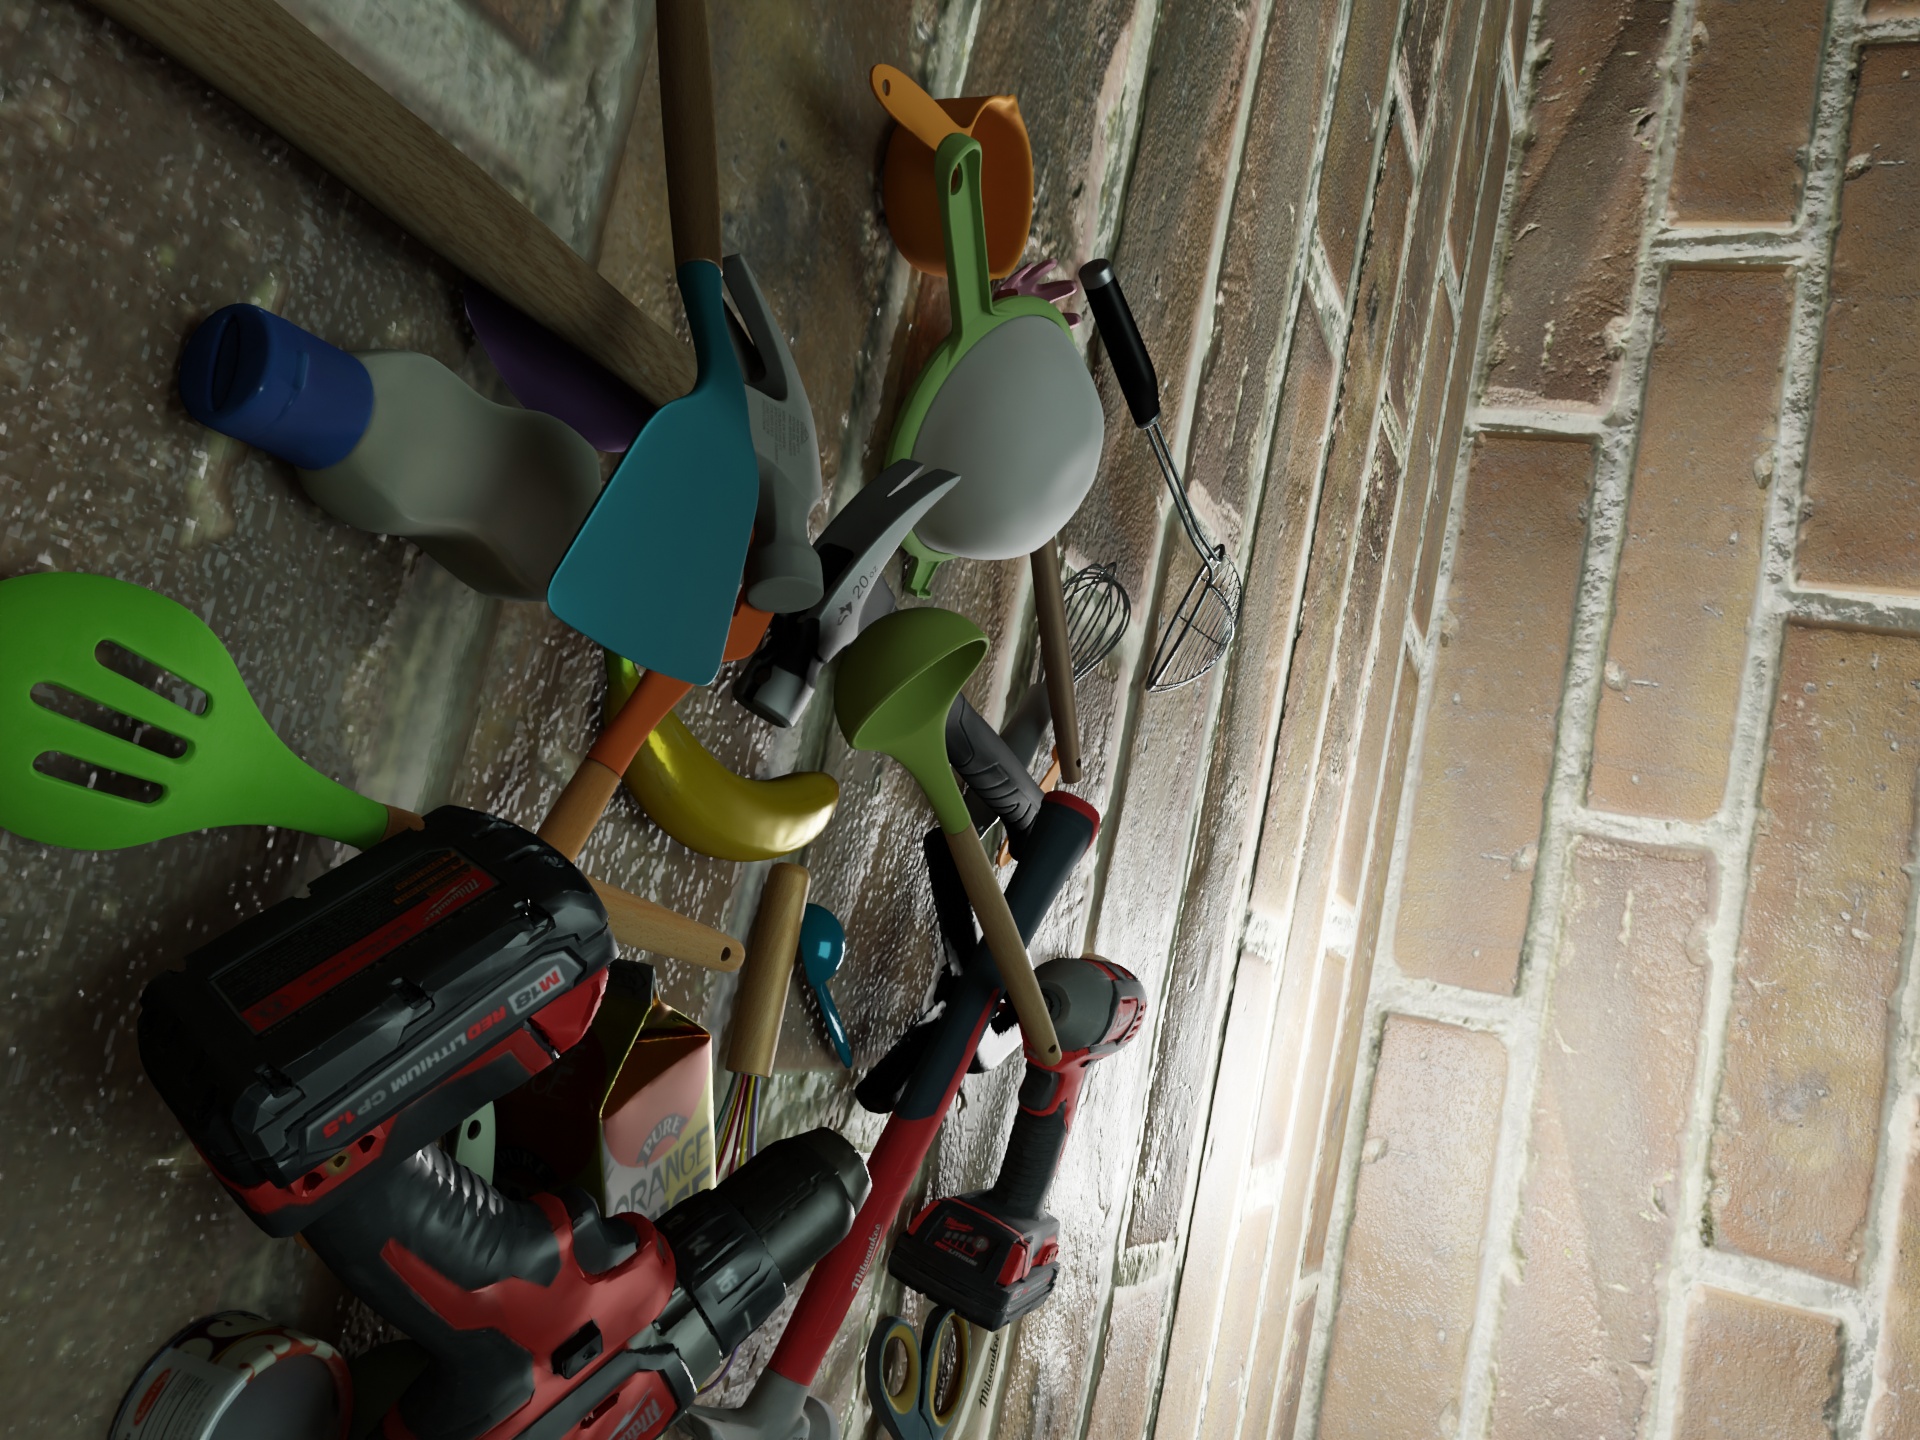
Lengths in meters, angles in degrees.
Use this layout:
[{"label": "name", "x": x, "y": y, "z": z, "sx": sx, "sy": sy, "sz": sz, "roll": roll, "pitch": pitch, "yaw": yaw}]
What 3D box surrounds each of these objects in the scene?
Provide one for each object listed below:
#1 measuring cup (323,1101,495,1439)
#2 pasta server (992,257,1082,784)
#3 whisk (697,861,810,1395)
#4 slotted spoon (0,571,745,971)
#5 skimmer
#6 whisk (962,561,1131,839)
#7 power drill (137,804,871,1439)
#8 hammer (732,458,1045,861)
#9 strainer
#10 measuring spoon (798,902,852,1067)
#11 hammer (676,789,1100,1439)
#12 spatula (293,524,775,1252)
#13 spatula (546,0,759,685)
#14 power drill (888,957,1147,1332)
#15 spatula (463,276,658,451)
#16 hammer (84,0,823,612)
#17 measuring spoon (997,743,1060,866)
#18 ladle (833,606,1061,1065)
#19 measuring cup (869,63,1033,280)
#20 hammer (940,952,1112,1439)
[{"label": "measuring cup", "x": -0.191, "y": 0.210, "z": 0.554, "sx": 0.083, "sy": 0.038, "sz": 0.167, "roll": 16, "pitch": 81, "yaw": -66}, {"label": "pasta server", "x": 0.054, "y": -0.111, "z": 0.953, "sx": 0.060, "sy": 0.040, "sz": 0.316, "roll": -23, "pitch": 112, "yaw": -44}, {"label": "whisk", "x": -0.107, "y": 0.186, "z": 0.740, "sx": 0.047, "sy": 0.051, "sz": 0.245, "roll": 106, "pitch": -5, "yaw": -74}, {"label": "slotted spoon", "x": -0.164, "y": 0.039, "z": 0.502, "sx": 0.313, "sy": 0.031, "sz": 0.070, "roll": 35, "pitch": 73, "yaw": -54}, {"label": "skimmer", "x": 0.128, "y": -0.169, "z": 1.157, "sx": 0.362, "sy": 0.090, "sz": 0.127, "roll": 61, "pitch": 42, "yaw": -38}, {"label": "whisk", "x": 0.052, "y": -0.015, "z": 1.020, "sx": 0.239, "sy": 0.055, "sz": 0.055, "roll": -59, "pitch": 148, "yaw": -32}, {"label": "power drill", "x": -0.124, "y": 0.139, "z": 0.497, "sx": 0.188, "sy": 0.080, "sz": 0.226, "roll": -34, "pitch": 127, "yaw": -30}, {"label": "hammer", "x": -0.001, "y": -0.003, "z": 0.849, "sx": 0.146, "sy": 0.035, "sz": 0.334, "roll": -60, "pitch": 149, "yaw": -13}, {"label": "strainer", "x": 0.028, "y": -0.170, "z": 0.791, "sx": 0.151, "sy": 0.069, "sz": 0.256, "roll": -45, "pitch": 152, "yaw": -22}, {"label": "measuring spoon", "x": -0.062, "y": 0.140, "z": 0.823, "sx": 0.042, "sy": 0.021, "sz": 0.128, "roll": -101, "pitch": 180, "yaw": -46}, {"label": "hammer", "x": -0.026, "y": 0.202, "z": 0.845, "sx": 0.386, "sy": 0.038, "sz": 0.143, "roll": -62, "pitch": 150, "yaw": -18}, {"label": "spatula", "x": -0.148, "y": 0.038, "z": 0.580, "sx": 0.080, "sy": 0.041, "sz": 0.323, "roll": 43, "pitch": 65, "yaw": -37}, {"label": "spatula", "x": -0.101, "y": -0.171, "z": 0.545, "sx": 0.082, "sy": 0.044, "sz": 0.318, "roll": 30, "pitch": 49, "yaw": -56}, {"label": "power drill", "x": 0.042, "y": 0.251, "z": 0.981, "sx": 0.220, "sy": 0.079, "sz": 0.143, "roll": -68, "pitch": 156, "yaw": -1}, {"label": "spatula", "x": -0.107, "y": -0.098, "z": 0.665, "sx": 0.315, "sy": 0.018, "sz": 0.060, "roll": 44, "pitch": 51, "yaw": -60}, {"label": "hammer", "x": -0.142, "y": -0.151, "z": 0.517, "sx": 0.331, "sy": 0.031, "sz": 0.130, "roll": 33, "pitch": 47, "yaw": -57}, {"label": "measuring spoon", "x": 0.048, "y": 0.055, "z": 1.074, "sx": 0.117, "sy": 0.011, "sz": 0.021, "roll": -57, "pitch": 146, "yaw": -37}, {"label": "ladle", "x": 0.012, "y": 0.075, "z": 0.783, "sx": 0.078, "sy": 0.062, "sz": 0.319, "roll": -35, "pitch": 130, "yaw": -18}, {"label": "measuring cup", "x": -0.020, "y": -0.272, "z": 0.766, "sx": 0.173, "sy": 0.052, "sz": 0.095, "roll": 11, "pitch": 88, "yaw": -64}, {"label": "hammer", "x": 0.037, "y": 0.350, "z": 1.109, "sx": 0.146, "sy": 0.038, "sz": 0.411, "roll": 60, "pitch": 43, "yaw": -52}]
